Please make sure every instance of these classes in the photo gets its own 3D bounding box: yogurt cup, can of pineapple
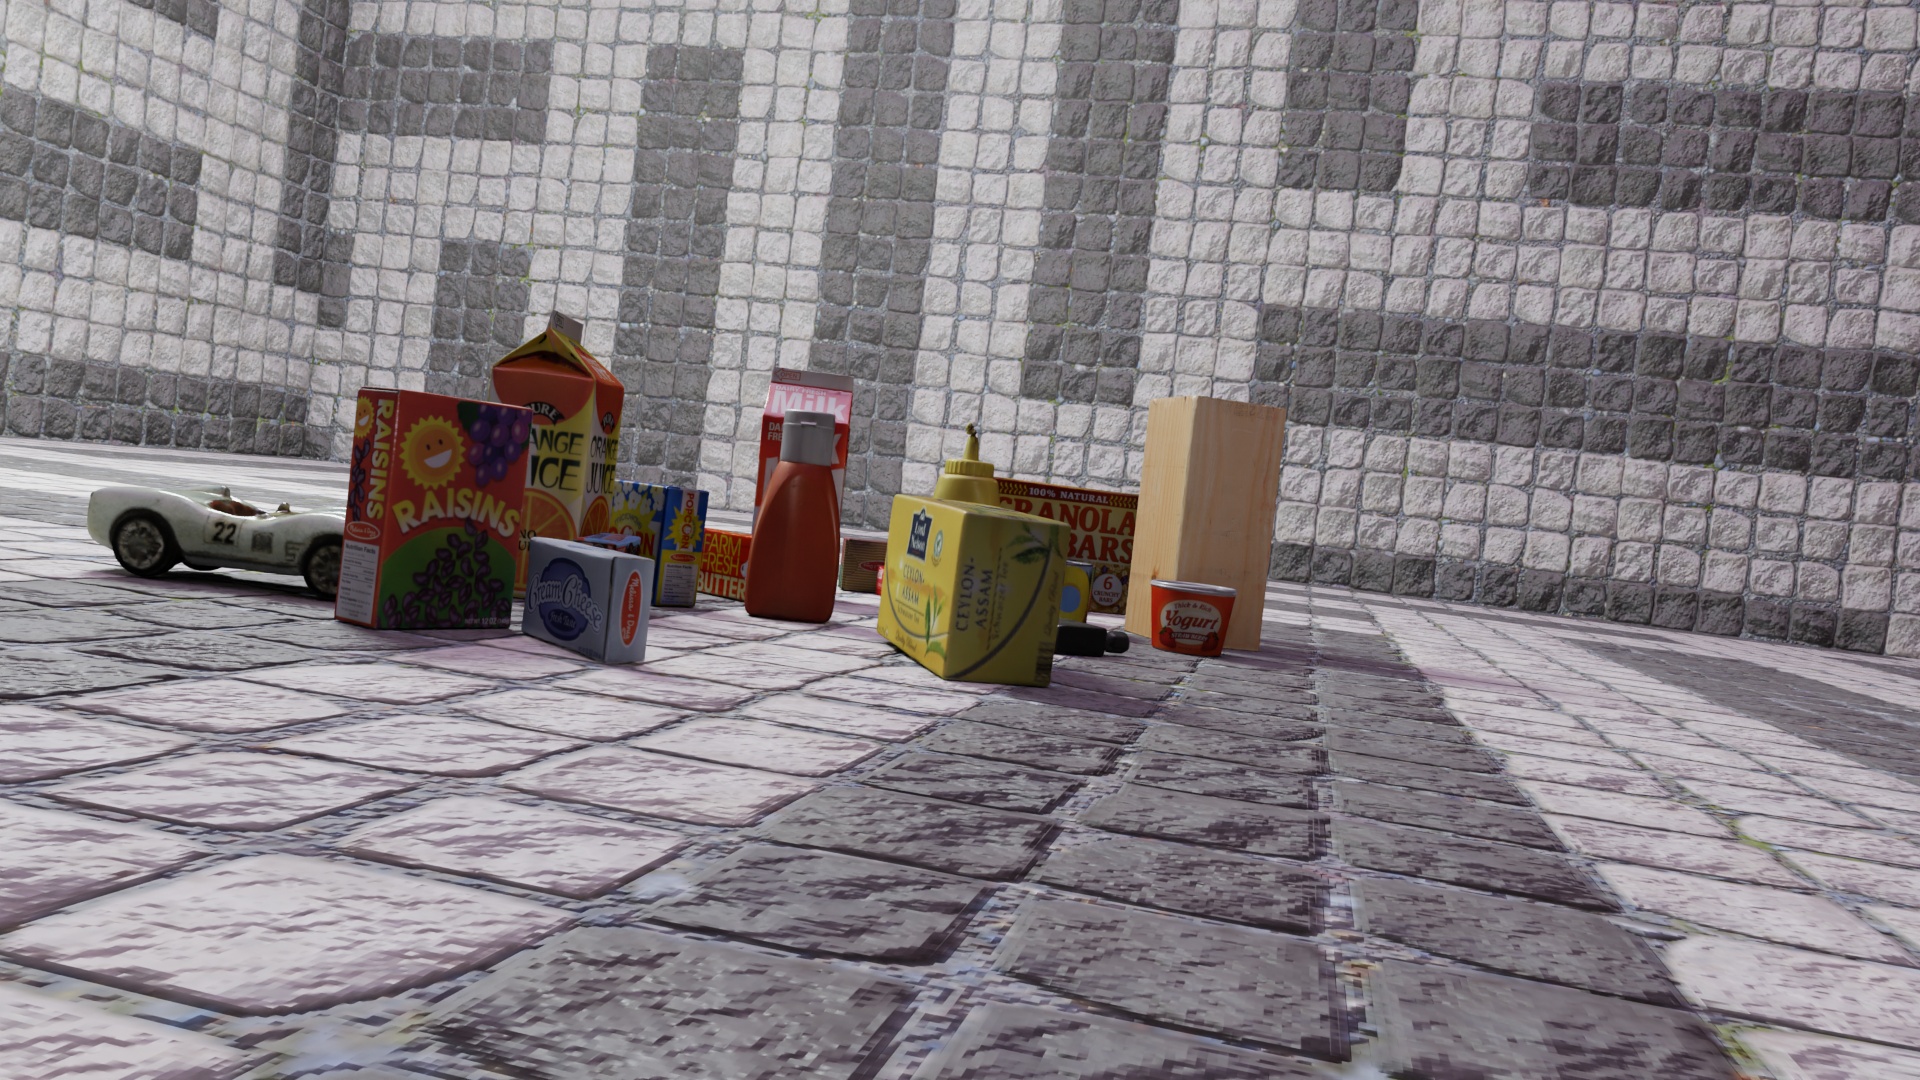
[{"bbox_3d":[0.180,0.061,1.092,0.072,0.054,0.072,7,2,0],"label":"yogurt cup"},{"bbox_3d":[0.077,0.044,1.158,0.071,0.058,0.071,7,2,0],"label":"can of pineapple"}]

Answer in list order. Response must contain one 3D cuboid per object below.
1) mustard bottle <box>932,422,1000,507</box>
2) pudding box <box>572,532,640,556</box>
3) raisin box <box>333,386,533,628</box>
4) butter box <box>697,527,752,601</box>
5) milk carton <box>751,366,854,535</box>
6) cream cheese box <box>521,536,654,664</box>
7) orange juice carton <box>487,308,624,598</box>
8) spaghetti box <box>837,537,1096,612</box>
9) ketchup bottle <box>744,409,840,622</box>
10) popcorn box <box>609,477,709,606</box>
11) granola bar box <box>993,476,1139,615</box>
[{"bbox_3d":[0.004,-0.014,1.111,0.065,0.160,0.049,7,1,15],"label":"mustard bottle"},{"bbox_3d":[-0.230,0.021,0.897,0.030,0.049,0.084,7,2,-3],"label":"pudding box"},{"bbox_3d":[-0.279,-0.016,0.742,0.040,0.123,0.086,8,2,36],"label":"raisin box"},{"bbox_3d":[-0.166,0.021,1.086,0.103,0.053,0.024,8,2,42],"label":"butter box"},{"bbox_3d":[-0.133,-0.047,1.161,0.072,0.190,0.073,7,1,-4],"label":"milk carton"},{"bbox_3d":[-0.195,0.030,0.718,0.024,0.053,0.104,6,2,-40],"label":"cream cheese box"},{"bbox_3d":[-0.278,-0.058,0.948,0.073,0.192,0.072,7,1,2],"label":"orange juice carton"},{"bbox_3d":[0.007,0.034,1.340,0.250,0.050,0.028,6,1,-15],"label":"spaghetti box"},{"bbox_3d":[-0.115,-0.018,0.988,0.065,0.148,0.043,7,1,-6],"label":"ketchup bottle"},{"bbox_3d":[-0.239,-0.001,1.019,0.126,0.085,0.038,8,2,45],"label":"popcorn box"},{"bbox_3d":[0.096,0.005,1.398,0.166,0.124,0.039,6,1,-15],"label":"granola bar box"}]
